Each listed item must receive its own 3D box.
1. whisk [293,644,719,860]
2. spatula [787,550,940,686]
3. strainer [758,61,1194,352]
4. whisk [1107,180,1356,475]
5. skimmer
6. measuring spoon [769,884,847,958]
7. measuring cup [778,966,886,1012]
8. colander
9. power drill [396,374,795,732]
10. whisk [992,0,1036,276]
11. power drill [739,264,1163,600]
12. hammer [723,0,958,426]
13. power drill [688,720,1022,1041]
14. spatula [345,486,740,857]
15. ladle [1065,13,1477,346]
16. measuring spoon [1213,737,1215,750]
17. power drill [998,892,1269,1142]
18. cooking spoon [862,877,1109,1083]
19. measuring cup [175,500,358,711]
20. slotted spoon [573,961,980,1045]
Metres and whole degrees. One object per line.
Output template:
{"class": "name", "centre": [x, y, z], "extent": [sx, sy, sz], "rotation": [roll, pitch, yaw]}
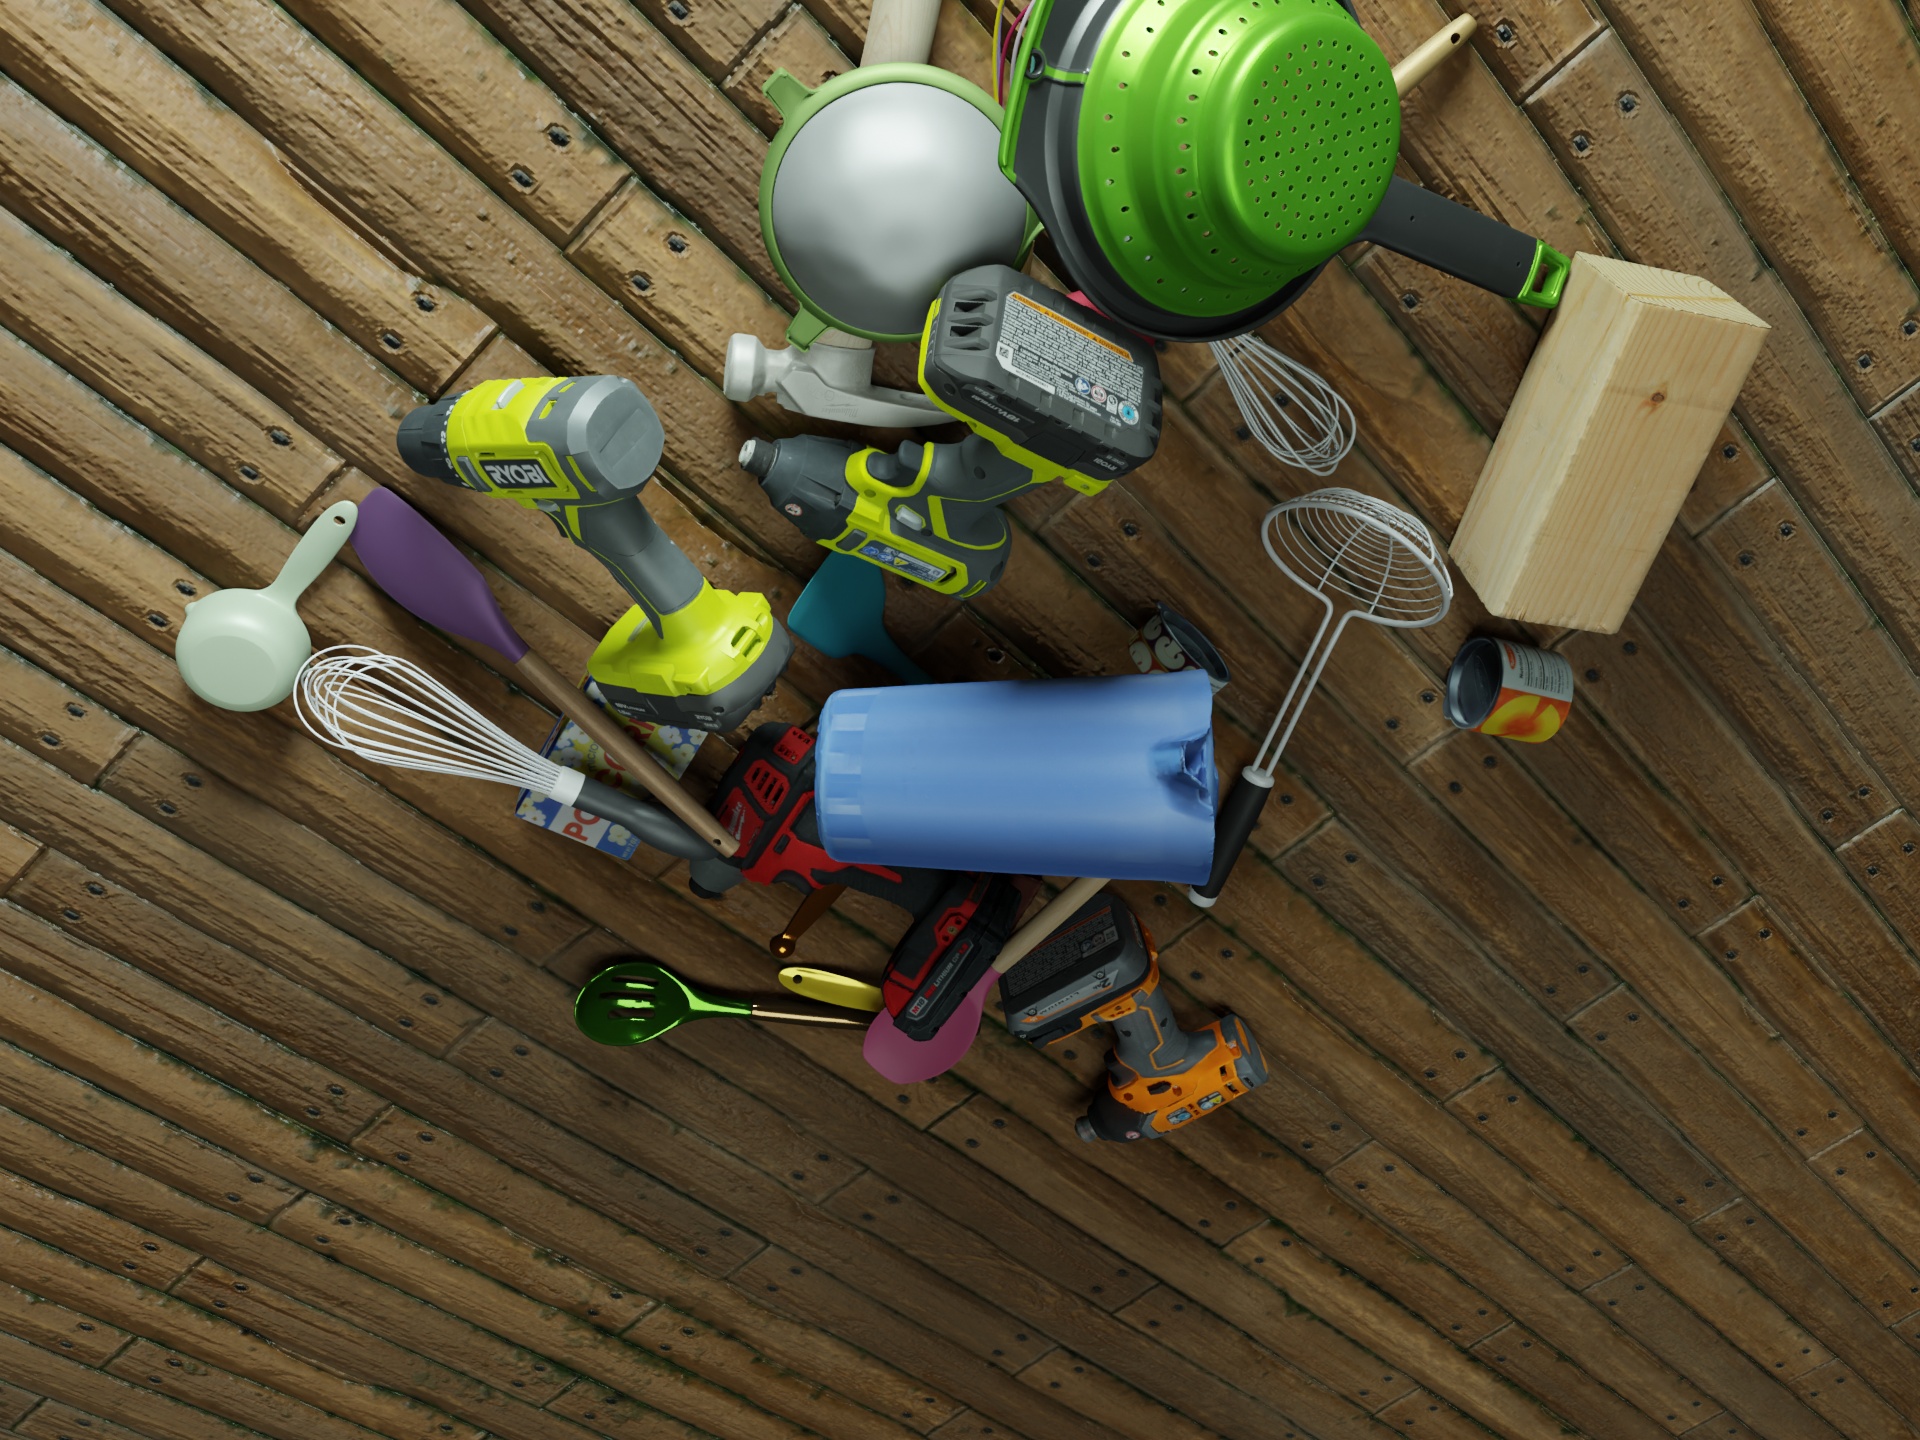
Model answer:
{"class": "whisk", "centre": [-0.280, 0.028, 1.012], "extent": [0.284, 0.070, 0.070], "rotation": [25, 118, -20]}
{"class": "spatula", "centre": [-0.002, -0.003, 1.070], "extent": [0.317, 0.044, 0.082], "rotation": [44, 72, -32]}
{"class": "strainer", "centre": [0.022, -0.259, 0.831], "extent": [0.256, 0.069, 0.151], "rotation": [-2, 127, -2]}
{"class": "whisk", "centre": [0.148, -0.232, 0.934], "extent": [0.246, 0.059, 0.058], "rotation": [40, 139, -24]}
{"class": "skimmer", "centre": [0.214, 0.004, 1.075], "extent": [0.127, 0.090, 0.363], "rotation": [28, 125, 14]}
{"class": "measuring spoon", "centre": [-0.106, 0.138, 1.174], "extent": [0.021, 0.011, 0.117], "rotation": [28, 116, -23]}
{"class": "measuring cup", "centre": [-0.063, 0.213, 1.221], "extent": [0.156, 0.029, 0.062], "rotation": [15, 87, -3]}
{"class": "colander", "centre": [0.212, -0.274, 0.818], "extent": [0.396, 0.095, 0.204], "rotation": [8, 105, -33]}
{"class": "power drill", "centre": [-0.215, -0.101, 0.929], "extent": [0.191, 0.080, 0.228], "rotation": [7, 141, 38]}
{"class": "whisk", "centre": [0.036, -0.289, 0.883], "extent": [0.047, 0.051, 0.244], "rotation": [-3, 128, -12]}
{"class": "power drill", "centre": [-0.009, -0.151, 0.885], "extent": [0.171, 0.080, 0.223], "rotation": [21, 152, -26]}
{"class": "hammer", "centre": [-0.025, -0.350, 0.837], "extent": [0.146, 0.038, 0.410], "rotation": [7, 123, -13]}
{"class": "power drill", "centre": [-0.081, 0.113, 1.092], "extent": [0.219, 0.078, 0.143], "rotation": [35, 115, -1]}
{"class": "spatula", "centre": [-0.258, -0.021, 1.003], "extent": [0.315, 0.018, 0.059], "rotation": [44, 116, -13]}
{"class": "ladle", "centre": [0.159, -0.280, 0.882], "extent": [0.315, 0.031, 0.069], "rotation": [-40, 112, 6]}
{"class": "measuring spoon", "centre": [0.152, 0.047, 1.146], "extent": [0.034, 0.018, 0.124], "rotation": [7, 130, -9]}
{"class": "power drill", "centre": [0.120, 0.248, 1.237], "extent": [0.164, 0.084, 0.226], "rotation": [-31, 126, 15]}
{"class": "cooking spoon", "centre": [0.043, 0.160, 1.138], "extent": [0.068, 0.017, 0.319], "rotation": [41, 113, -10]}
{"class": "measuring cup", "centre": [-0.421, -0.069, 0.978], "extent": [0.083, 0.038, 0.167], "rotation": [34, 116, -26]}
{"class": "slotted spoon", "centre": [-0.136, 0.225, 1.221], "extent": [0.313, 0.031, 0.070], "rotation": [7, 105, -14]}
